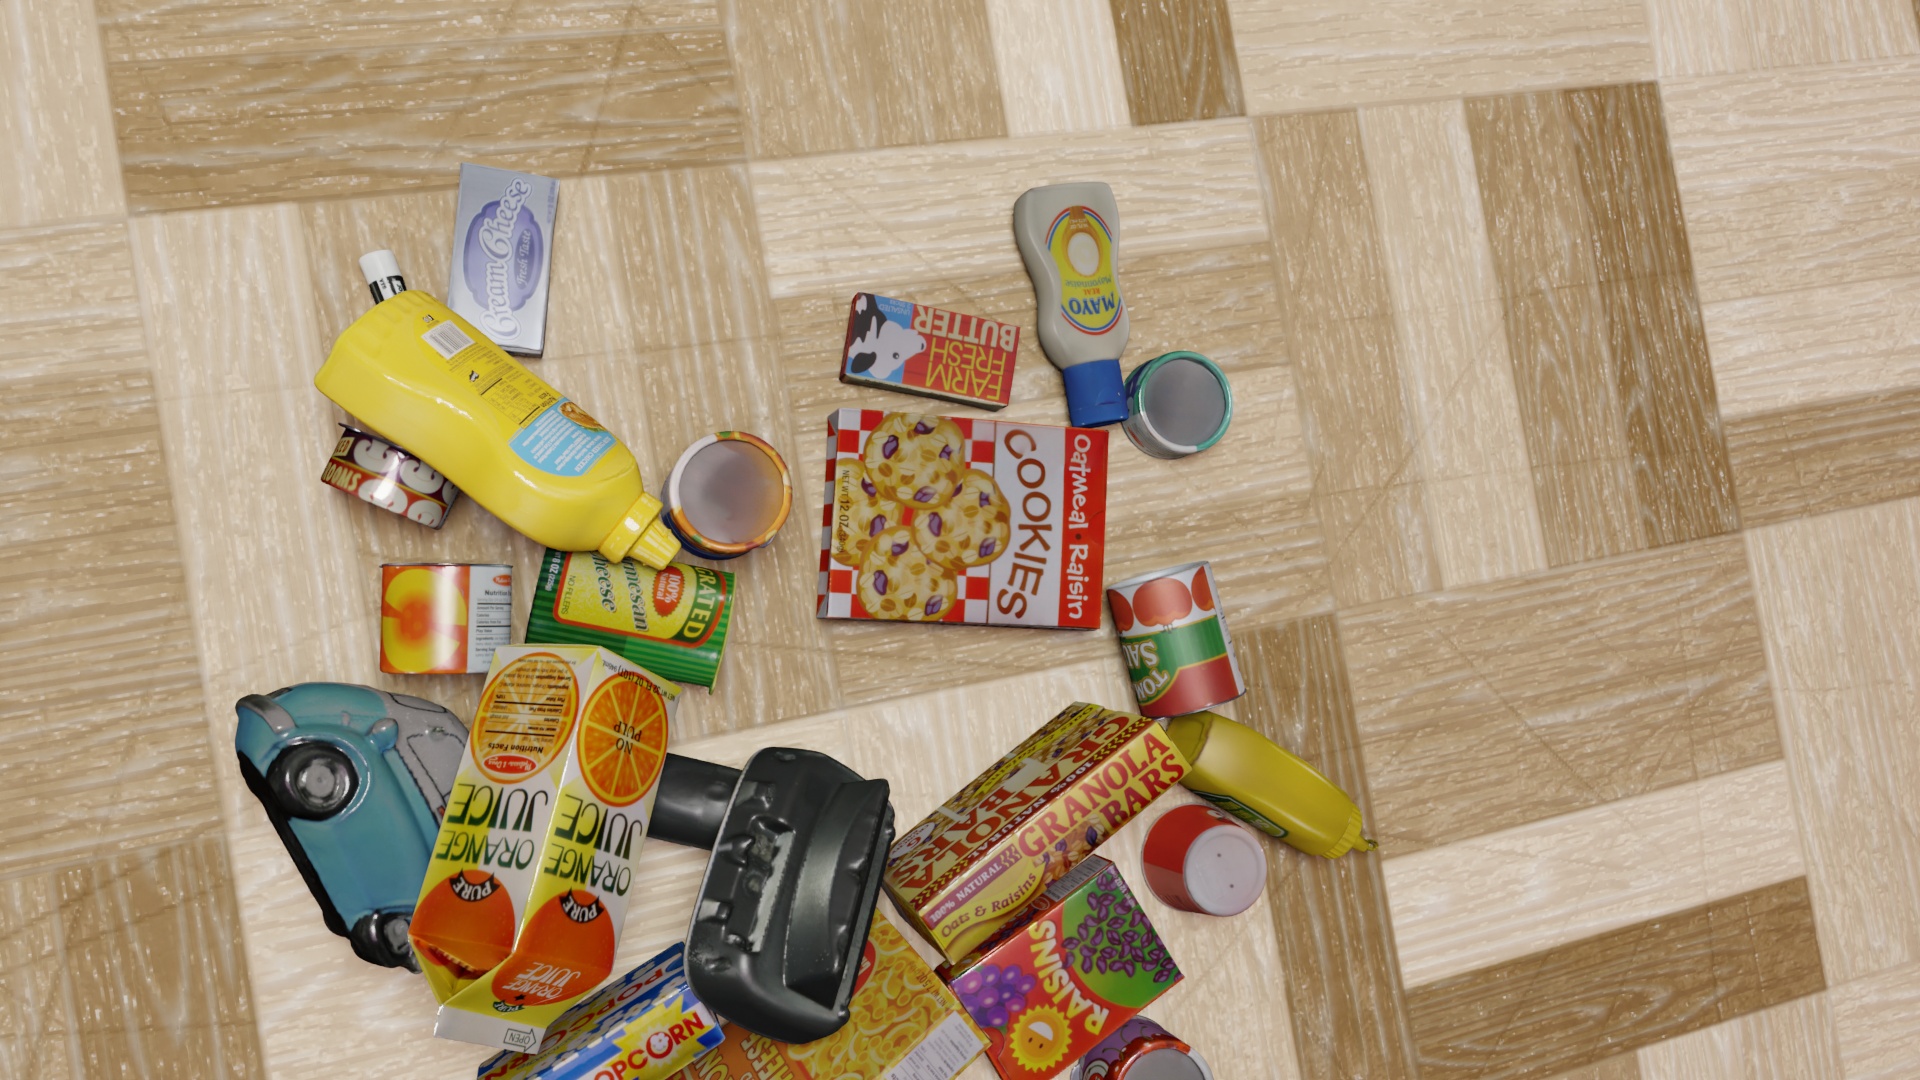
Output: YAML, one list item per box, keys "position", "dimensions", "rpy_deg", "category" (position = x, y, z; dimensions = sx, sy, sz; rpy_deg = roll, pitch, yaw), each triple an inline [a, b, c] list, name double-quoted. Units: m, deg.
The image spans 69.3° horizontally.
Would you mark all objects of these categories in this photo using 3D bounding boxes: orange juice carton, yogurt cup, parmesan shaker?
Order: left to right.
- position: [-0.211, 0.154, 0.699]
  dimensions: [0.073, 0.071, 0.193]
  rpy_deg: [-2, 66, 27]
  category: "orange juice carton"
- position: [-0.181, 0.042, 0.763]
  dimensions: [0.103, 0.071, 0.071]
  rpy_deg: [12, 84, -14]
  category: "parmesan shaker"
- position: [0.151, 0.198, 0.849]
  dimensions: [0.072, 0.054, 0.072]
  rpy_deg: [1, 86, -14]
  category: "yogurt cup"

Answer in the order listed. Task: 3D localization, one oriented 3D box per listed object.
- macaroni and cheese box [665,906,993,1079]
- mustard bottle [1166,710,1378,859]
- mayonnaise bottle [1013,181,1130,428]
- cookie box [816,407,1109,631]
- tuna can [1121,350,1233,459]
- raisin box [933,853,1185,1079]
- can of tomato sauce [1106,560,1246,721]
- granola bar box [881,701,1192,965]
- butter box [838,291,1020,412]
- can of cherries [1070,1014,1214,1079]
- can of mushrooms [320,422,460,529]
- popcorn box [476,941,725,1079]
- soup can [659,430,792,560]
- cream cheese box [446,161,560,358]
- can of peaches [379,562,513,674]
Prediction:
- position: [-0.081, 0.284, 0.744]
  dimensions: [0.167, 0.124, 0.040]
  rpy_deg: [-39, 116, -14]
  category: "macaroni and cheese box"
- position: [0.200, 0.159, 0.861]
  dimensions: [0.160, 0.065, 0.049]
  rpy_deg: [31, 75, -15]
  category: "mustard bottle"
- position: [0.075, -0.144, 0.859]
  dimensions: [0.065, 0.041, 0.148]
  rpy_deg: [-9, 88, -18]
  category: "mayonnaise bottle"
- position: [0.003, -0.010, 0.831]
  dimensions: [0.168, 0.040, 0.123]
  rpy_deg: [4, 85, -15]
  category: "cookie box"
- position: [0.137, -0.087, 0.876]
  dimensions: [0.071, 0.033, 0.071]
  rpy_deg: [1, 87, -15]
  category: "tuna can"
- position: [0.059, 0.259, 0.828]
  dimensions: [0.124, 0.040, 0.086]
  rpy_deg: [-32, 96, -14]
  category: "raisin box"
- position: [0.129, 0.061, 0.846]
  dimensions: [0.071, 0.071, 0.083]
  rpy_deg: [-16, 90, -15]
  category: "can of tomato sauce"
- position: [0.034, 0.157, 0.784]
  dimensions: [0.166, 0.124, 0.039]
  rpy_deg: [-36, 98, -14]
  category: "granola bar box"
- position: [-0.018, -0.113, 0.841]
  dimensions: [0.103, 0.024, 0.053]
  rpy_deg: [9, 85, -14]
  category: "butter box"
- position: [0.108, 0.325, 0.826]
  dimensions: [0.071, 0.058, 0.071]
  rpy_deg: [1, 86, -15]
  category: "can of cherries"
- position: [-0.302, -0.034, 0.736]
  dimensions: [0.071, 0.071, 0.033]
  rpy_deg: [25, 82, -12]
  category: "can of mushrooms"
- position: [-0.192, 0.271, 0.736]
  dimensions: [0.127, 0.085, 0.038]
  rpy_deg: [-29, 96, -15]
  category: "popcorn box"
- position: [-0.129, -0.022, 0.774]
  dimensions: [0.071, 0.083, 0.071]
  rpy_deg: [1, 86, -15]
  category: "soup can"
- position: [-0.257, -0.156, 0.779]
  dimensions: [0.053, 0.024, 0.104]
  rpy_deg: [5, 85, -14]
  category: "cream cheese box"
- position: [-0.276, 0.042, 0.740]
  dimensions: [0.071, 0.071, 0.058]
  rpy_deg: [0, 87, -15]
  category: "can of peaches"
